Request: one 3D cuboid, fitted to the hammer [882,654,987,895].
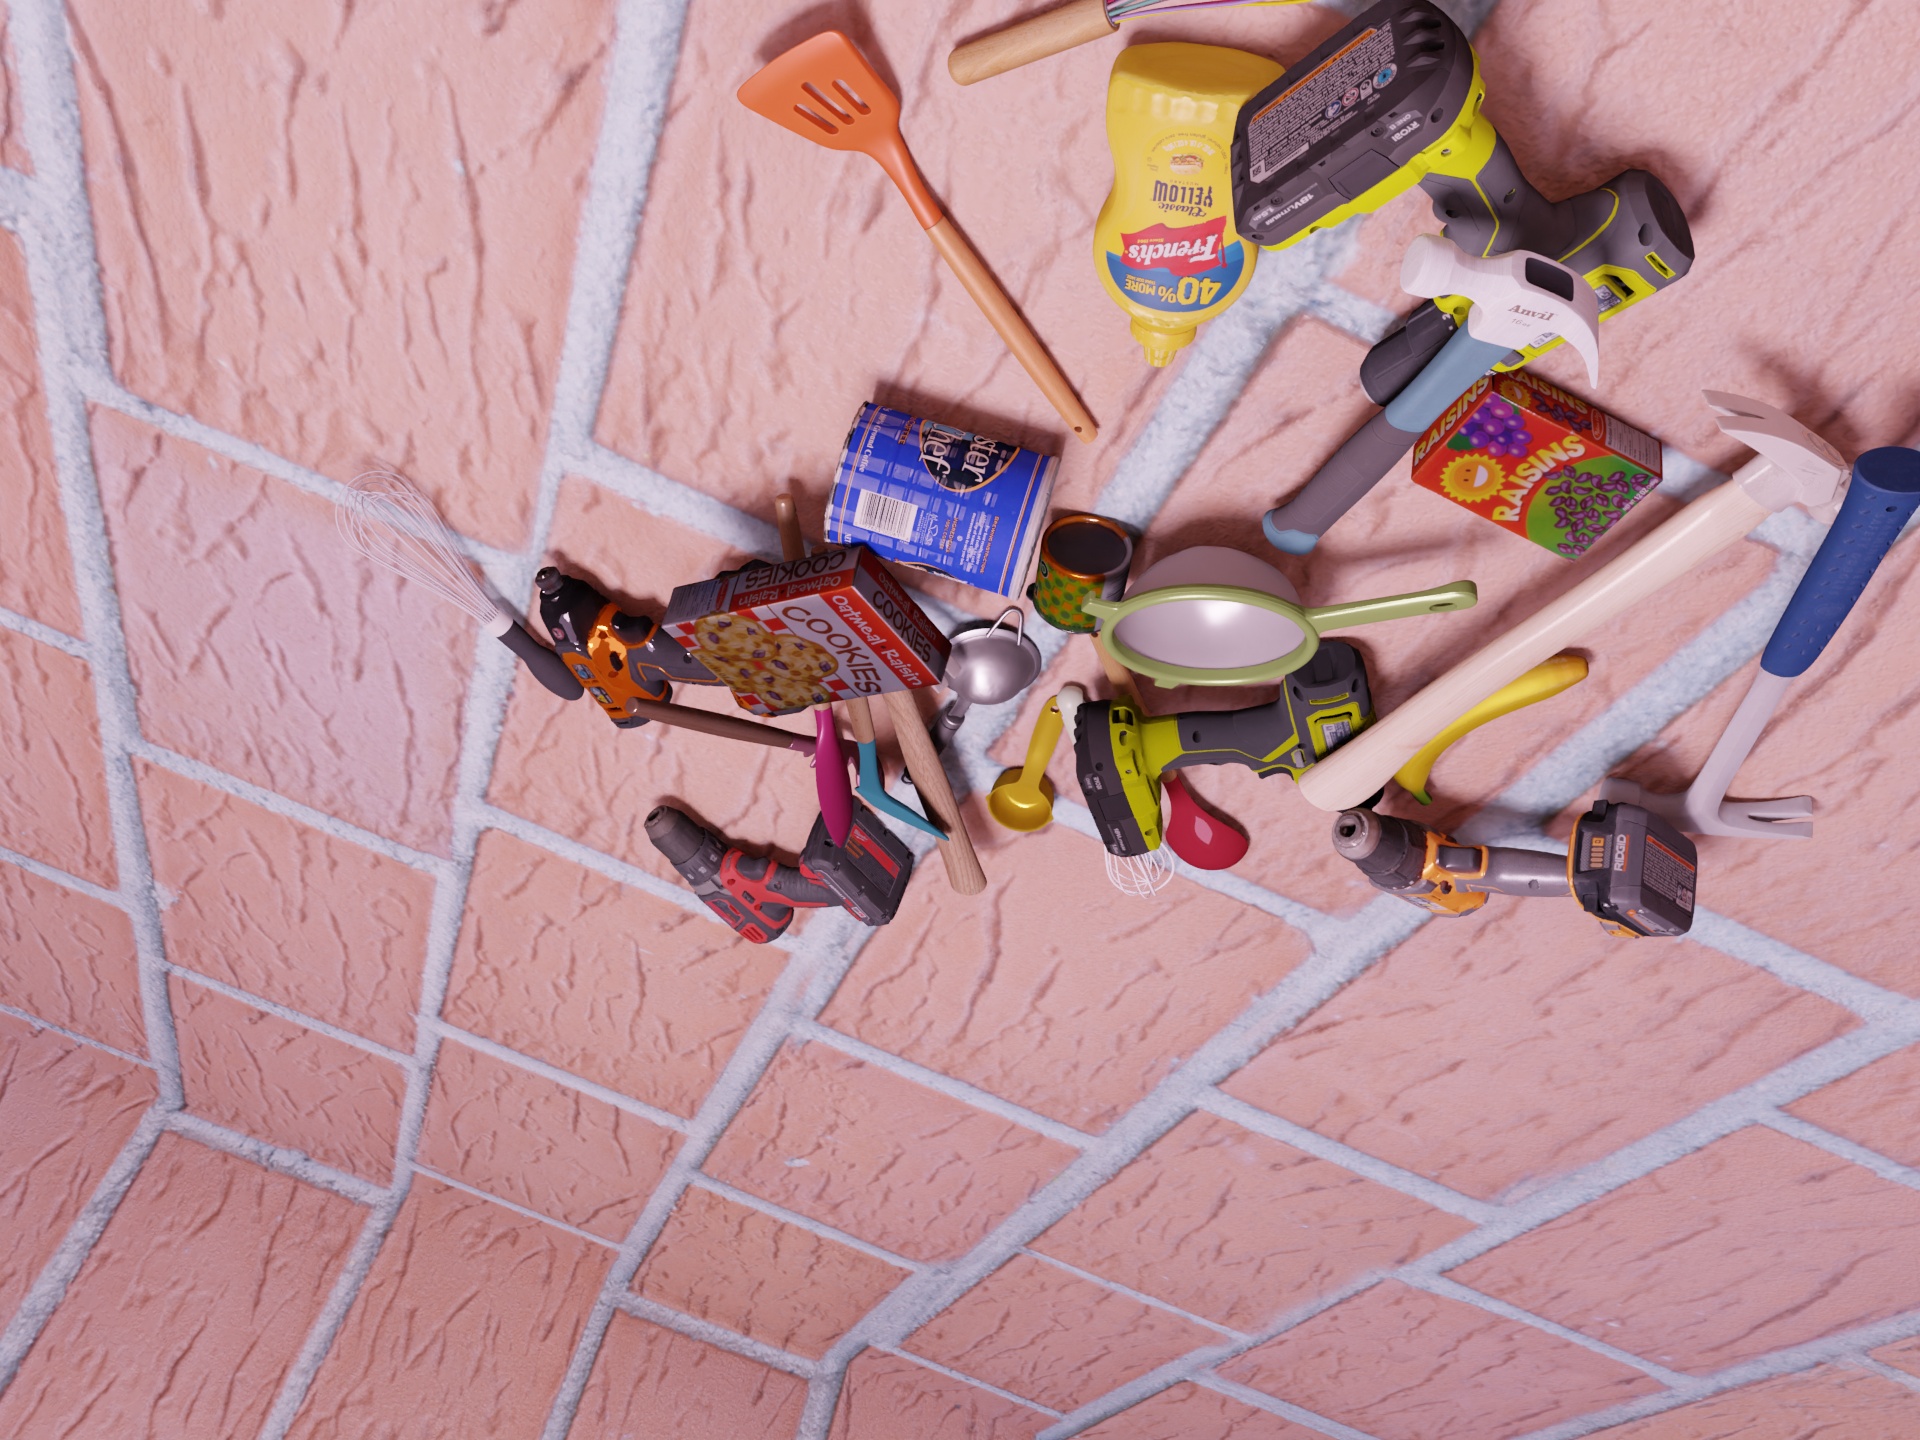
[{"bbox_3d":[-0.031,0.030,1.326,0.130,0.031,0.331,17,142,35],"label":"hammer"}]

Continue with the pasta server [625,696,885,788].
[{"bbox_3d":[-0.160,0.019,1.299,0.060,0.040,0.316,9,176,33],"label":"pasta server"}]

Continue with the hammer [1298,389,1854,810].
[{"bbox_3d":[0.369,-0.056,1.037,0.146,0.038,0.410,19,138,-30],"label":"hammer"}]

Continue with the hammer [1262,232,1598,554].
[{"bbox_3d":[0.255,-0.173,0.936,0.128,0.033,0.331,11,162,-8],"label":"hammer"}]

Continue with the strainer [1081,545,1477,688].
[{"bbox_3d":[0.221,-0.089,1.088,0.256,0.069,0.151,-8,155,28],"label":"strainer"}]

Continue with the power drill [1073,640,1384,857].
[{"bbox_3d":[0.212,0.033,1.229,0.223,0.080,0.171,-11,133,16],"label":"power drill"}]

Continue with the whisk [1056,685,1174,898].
[{"bbox_3d":[0.128,0.064,1.344,0.059,0.058,0.246,-18,128,10],"label":"whisk"}]

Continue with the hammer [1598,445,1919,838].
[{"bbox_3d":[0.534,-0.029,1.029,0.144,0.035,0.405,8,150,12],"label":"hammer"}]

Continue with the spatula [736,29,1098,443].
[{"bbox_3d":[-0.006,-0.285,0.986,0.081,0.041,0.322,-17,131,35],"label":"spatula"}]

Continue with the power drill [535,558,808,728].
[{"bbox_3d":[-0.238,-0.070,1.305,0.226,0.084,0.164,-3,136,30],"label":"power drill"}]

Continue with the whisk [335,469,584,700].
[{"bbox_3d":[-0.418,-0.104,1.354,0.070,0.070,0.284,-10,138,31],"label":"whisk"}]

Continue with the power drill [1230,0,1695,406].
[{"bbox_3d":[0.250,-0.259,0.853,0.228,0.080,0.190,24,145,-35],"label":"power drill"}]

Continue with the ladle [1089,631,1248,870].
[{"bbox_3d":[0.163,0.027,1.301,0.069,0.031,0.315,-8,133,28],"label":"ladle"}]

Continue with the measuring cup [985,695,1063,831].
[{"bbox_3d":[0.065,0.031,1.353,0.062,0.029,0.156,18,130,1],"label":"measuring cup"}]

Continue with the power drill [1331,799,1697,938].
[{"bbox_3d":[0.407,0.105,1.192,0.226,0.084,0.185,-3,160,44],"label":"power drill"}]

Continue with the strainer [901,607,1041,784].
[{"bbox_3d":[-0.002,-0.004,1.320,0.086,0.050,0.258,13,147,-16],"label":"strainer"}]

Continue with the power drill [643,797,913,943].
[{"bbox_3d":[-0.181,0.135,1.530,0.227,0.080,0.187,-14,131,38],"label":"power drill"}]

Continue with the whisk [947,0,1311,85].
[{"bbox_3d":[0.099,-0.376,0.835,0.245,0.051,0.047,-6,141,32],"label":"whisk"}]

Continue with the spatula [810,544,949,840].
[{"bbox_3d":[-0.075,-0.013,1.269,0.082,0.044,0.317,22,140,33],"label":"spatula"}]

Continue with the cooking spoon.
[{"bbox_3d":[-0.113,-0.033,1.255,0.017,0.069,0.318,1,124,13],"label":"cooking spoon"}]
